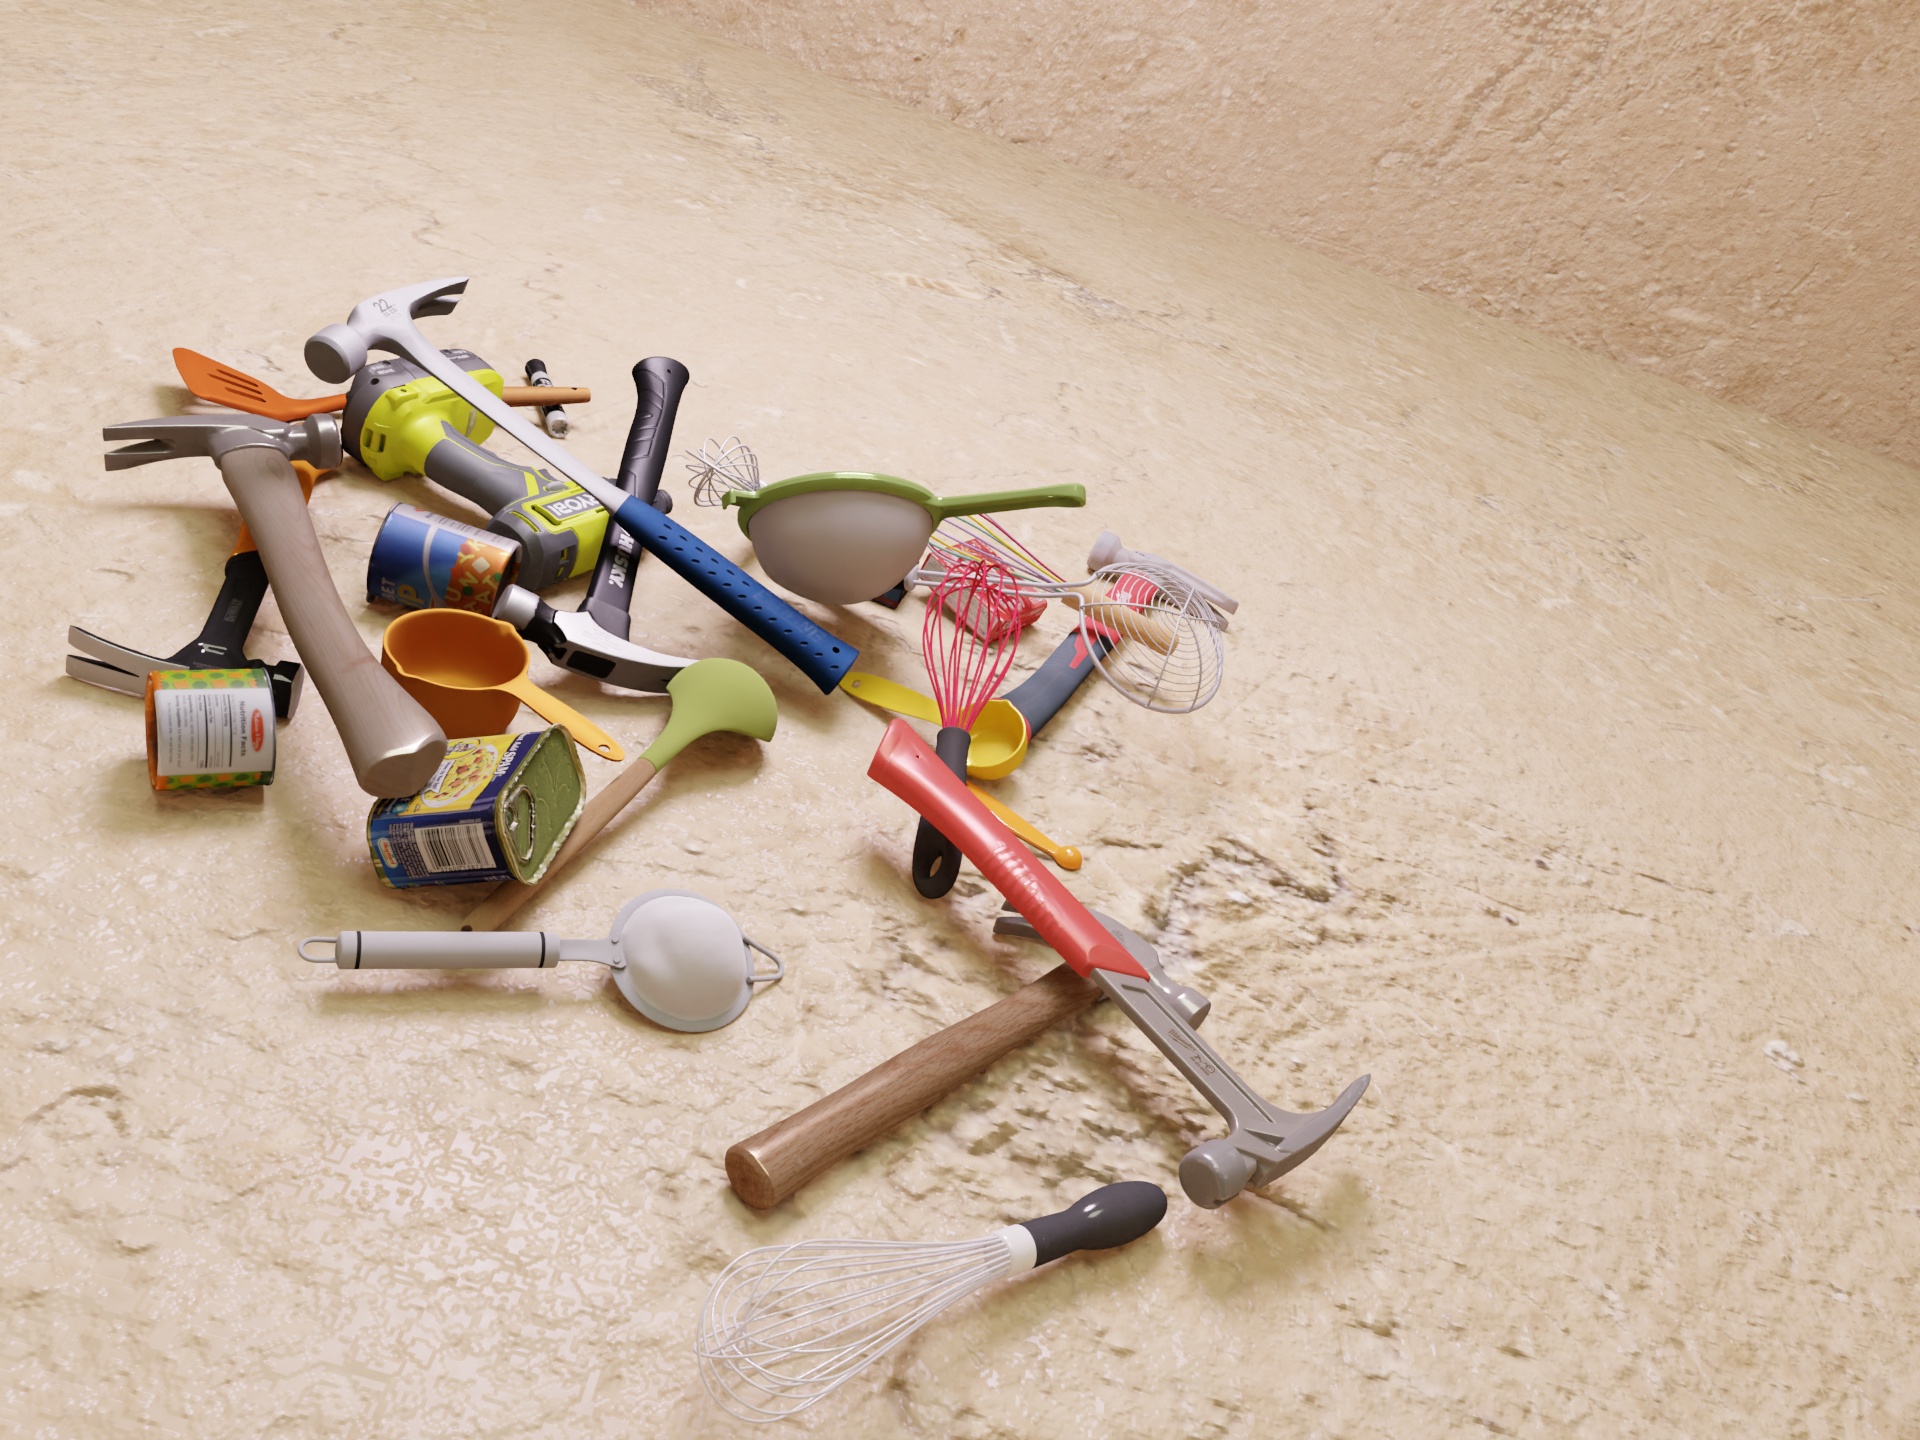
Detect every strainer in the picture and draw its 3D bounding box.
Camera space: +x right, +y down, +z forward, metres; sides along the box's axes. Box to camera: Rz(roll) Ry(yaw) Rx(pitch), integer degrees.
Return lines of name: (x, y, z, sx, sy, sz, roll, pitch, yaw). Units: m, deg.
strainer: (-0.207, 0.120, 0.831, 0.258, 0.050, 0.087, 4, 53, -26)
strainer: (-0.035, -0.126, 1.149, 0.256, 0.069, 0.151, -5, -15, 12)

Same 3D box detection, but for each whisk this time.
whisk: (-0.002, -0.003, 1.085, 0.073, 0.073, 0.296, 16, 50, -9)
whisk: (-0.161, -0.177, 1.236, 0.059, 0.058, 0.246, 32, 3, 7)
whisk: (-0.001, 0.258, 0.744, 0.284, 0.070, 0.070, -2, 38, -41)
whisk: (0.067, -0.117, 1.291, 0.245, 0.047, 0.051, 28, 31, -1)

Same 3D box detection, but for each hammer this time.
hammer: (0.001, 0.180, 0.881, 0.130, 0.031, 0.331, 39, 36, 26)
hammer: (-0.239, -0.158, 1.097, 0.405, 0.035, 0.144, 37, 39, -9)
hammer: (-0.472, -0.116, 1.053, 0.127, 0.034, 0.337, 12, 32, -17)
hammer: (0.073, 0.122, 0.941, 0.149, 0.036, 0.359, -15, 50, -44)
hammer: (-0.405, -0.083, 0.954, 0.146, 0.038, 0.411, -9, 39, -32)
hammer: (0.120, -0.057, 1.314, 0.143, 0.038, 0.386, 29, 32, 9)
hammer: (-0.233, -0.156, 1.158, 0.146, 0.035, 0.335, 25, 42, -23)

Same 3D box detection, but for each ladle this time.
ladle: (-0.206, 0.051, 0.958, 0.078, 0.062, 0.320, 27, 38, 9)

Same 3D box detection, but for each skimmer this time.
skimmer: (0.023, -0.083, 1.239, 0.363, 0.090, 0.127, 9, 51, 20)

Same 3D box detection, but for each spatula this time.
spatula: (-0.451, -0.266, 1.276, 0.322, 0.041, 0.081, -9, 41, -33)

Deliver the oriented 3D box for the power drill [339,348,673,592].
power drill: (-0.342, -0.190, 1.210, 0.223, 0.080, 0.171, 36, 35, 16)

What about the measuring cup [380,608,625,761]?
measuring cup: (-0.281, -0.004, 0.978, 0.174, 0.052, 0.095, 31, 32, 13)

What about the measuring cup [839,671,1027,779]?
measuring cup: (-0.021, 0.000, 1.151, 0.157, 0.029, 0.062, 21, 63, 26)

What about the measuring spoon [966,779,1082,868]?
measuring spoon: (0.036, 0.066, 1.096, 0.117, 0.011, 0.021, 34, 33, 20)
